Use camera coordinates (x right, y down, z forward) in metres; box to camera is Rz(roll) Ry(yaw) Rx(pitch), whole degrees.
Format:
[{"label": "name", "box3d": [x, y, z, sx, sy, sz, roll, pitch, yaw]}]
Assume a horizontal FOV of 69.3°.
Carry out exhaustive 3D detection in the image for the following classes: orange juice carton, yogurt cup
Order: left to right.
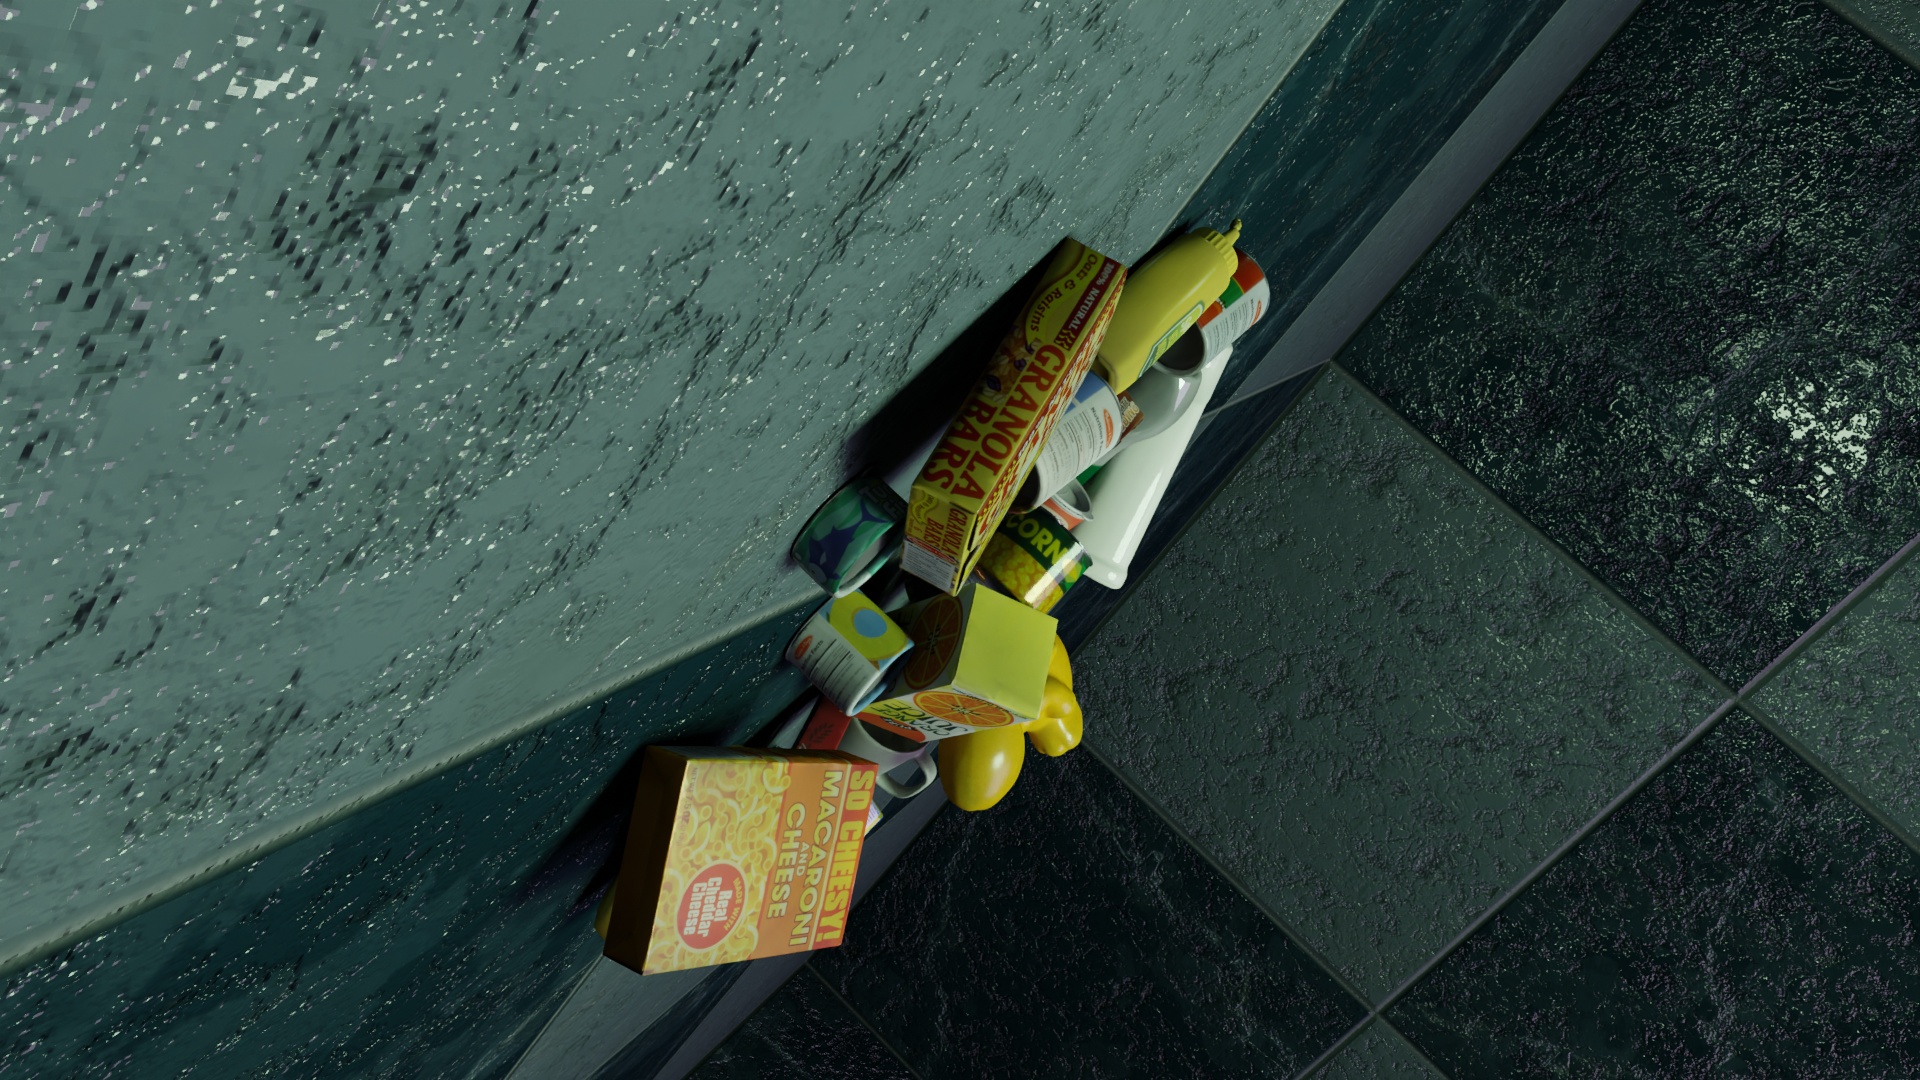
[{"label": "orange juice carton", "box3d": [-0.022, 0.092, 0.974, 0.192, 0.072, 0.073, -21, -131, 54]}, {"label": "yogurt cup", "box3d": [0.058, -0.028, 1.048, 0.053, 0.072, 0.072, -43, 172, 22]}]

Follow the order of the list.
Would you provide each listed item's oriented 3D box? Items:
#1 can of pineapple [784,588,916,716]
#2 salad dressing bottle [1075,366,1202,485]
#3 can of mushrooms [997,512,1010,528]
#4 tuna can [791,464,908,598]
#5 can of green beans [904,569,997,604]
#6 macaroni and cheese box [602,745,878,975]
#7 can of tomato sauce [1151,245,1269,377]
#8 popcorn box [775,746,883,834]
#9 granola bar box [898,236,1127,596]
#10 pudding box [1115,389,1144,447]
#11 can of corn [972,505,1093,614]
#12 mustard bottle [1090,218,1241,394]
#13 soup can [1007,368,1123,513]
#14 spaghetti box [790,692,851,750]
[{"label": "can of pineapple", "box3d": [-0.070, 0.071, 0.905, 0.071, 0.058, 0.071, -46, 170, -11]}, {"label": "salad dressing bottle", "box3d": [0.124, -0.095, 1.087, 0.044, 0.064, 0.147, -13, 155, -51]}, {"label": "can of mushrooms", "box3d": [0.003, -0.012, 0.965, 0.071, 0.033, 0.071, -46, 171, -10]}, {"label": "tuna can", "box3d": [-0.055, -0.004, 0.750, 0.071, 0.033, 0.071, -45, 170, -10]}, {"label": "can of green beans", "box3d": [0.001, 0.029, 1.021, 0.058, 0.071, 0.071, -39, 167, -37]}, {"label": "macaroni and cheese box", "box3d": [-0.129, 0.189, 0.844, 0.166, 0.040, 0.123, 13, 88, -53]}, {"label": "can of tomato sauce", "box3d": [0.168, -0.164, 0.987, 0.083, 0.071, 0.070, -40, 167, -34]}, {"label": "popcorn box", "box3d": [-0.128, 0.210, 1.050, 0.085, 0.038, 0.126, -43, -151, -25]}, {"label": "granola bar box", "box3d": [0.027, -0.063, 0.744, 0.166, 0.039, 0.123, -59, 174, -21]}, {"label": "pudding box", "box3d": [0.084, -0.074, 0.985, 0.083, 0.030, 0.050, -24, -167, 46]}, {"label": "can of corn", "box3d": [0.047, 0.014, 0.959, 0.058, 0.071, 0.071, -46, 170, -8]}, {"label": "mustard bottle", "box3d": [0.136, -0.160, 0.905, 0.161, 0.049, 0.065, -44, 171, -17]}, {"label": "soup can", "box3d": [0.048, -0.065, 0.864, 0.084, 0.071, 0.071, -37, 166, -37]}, {"label": "spaghetti box", "box3d": [-0.124, 0.185, 0.986, 0.050, 0.029, 0.251, -56, -175, 40]}]
